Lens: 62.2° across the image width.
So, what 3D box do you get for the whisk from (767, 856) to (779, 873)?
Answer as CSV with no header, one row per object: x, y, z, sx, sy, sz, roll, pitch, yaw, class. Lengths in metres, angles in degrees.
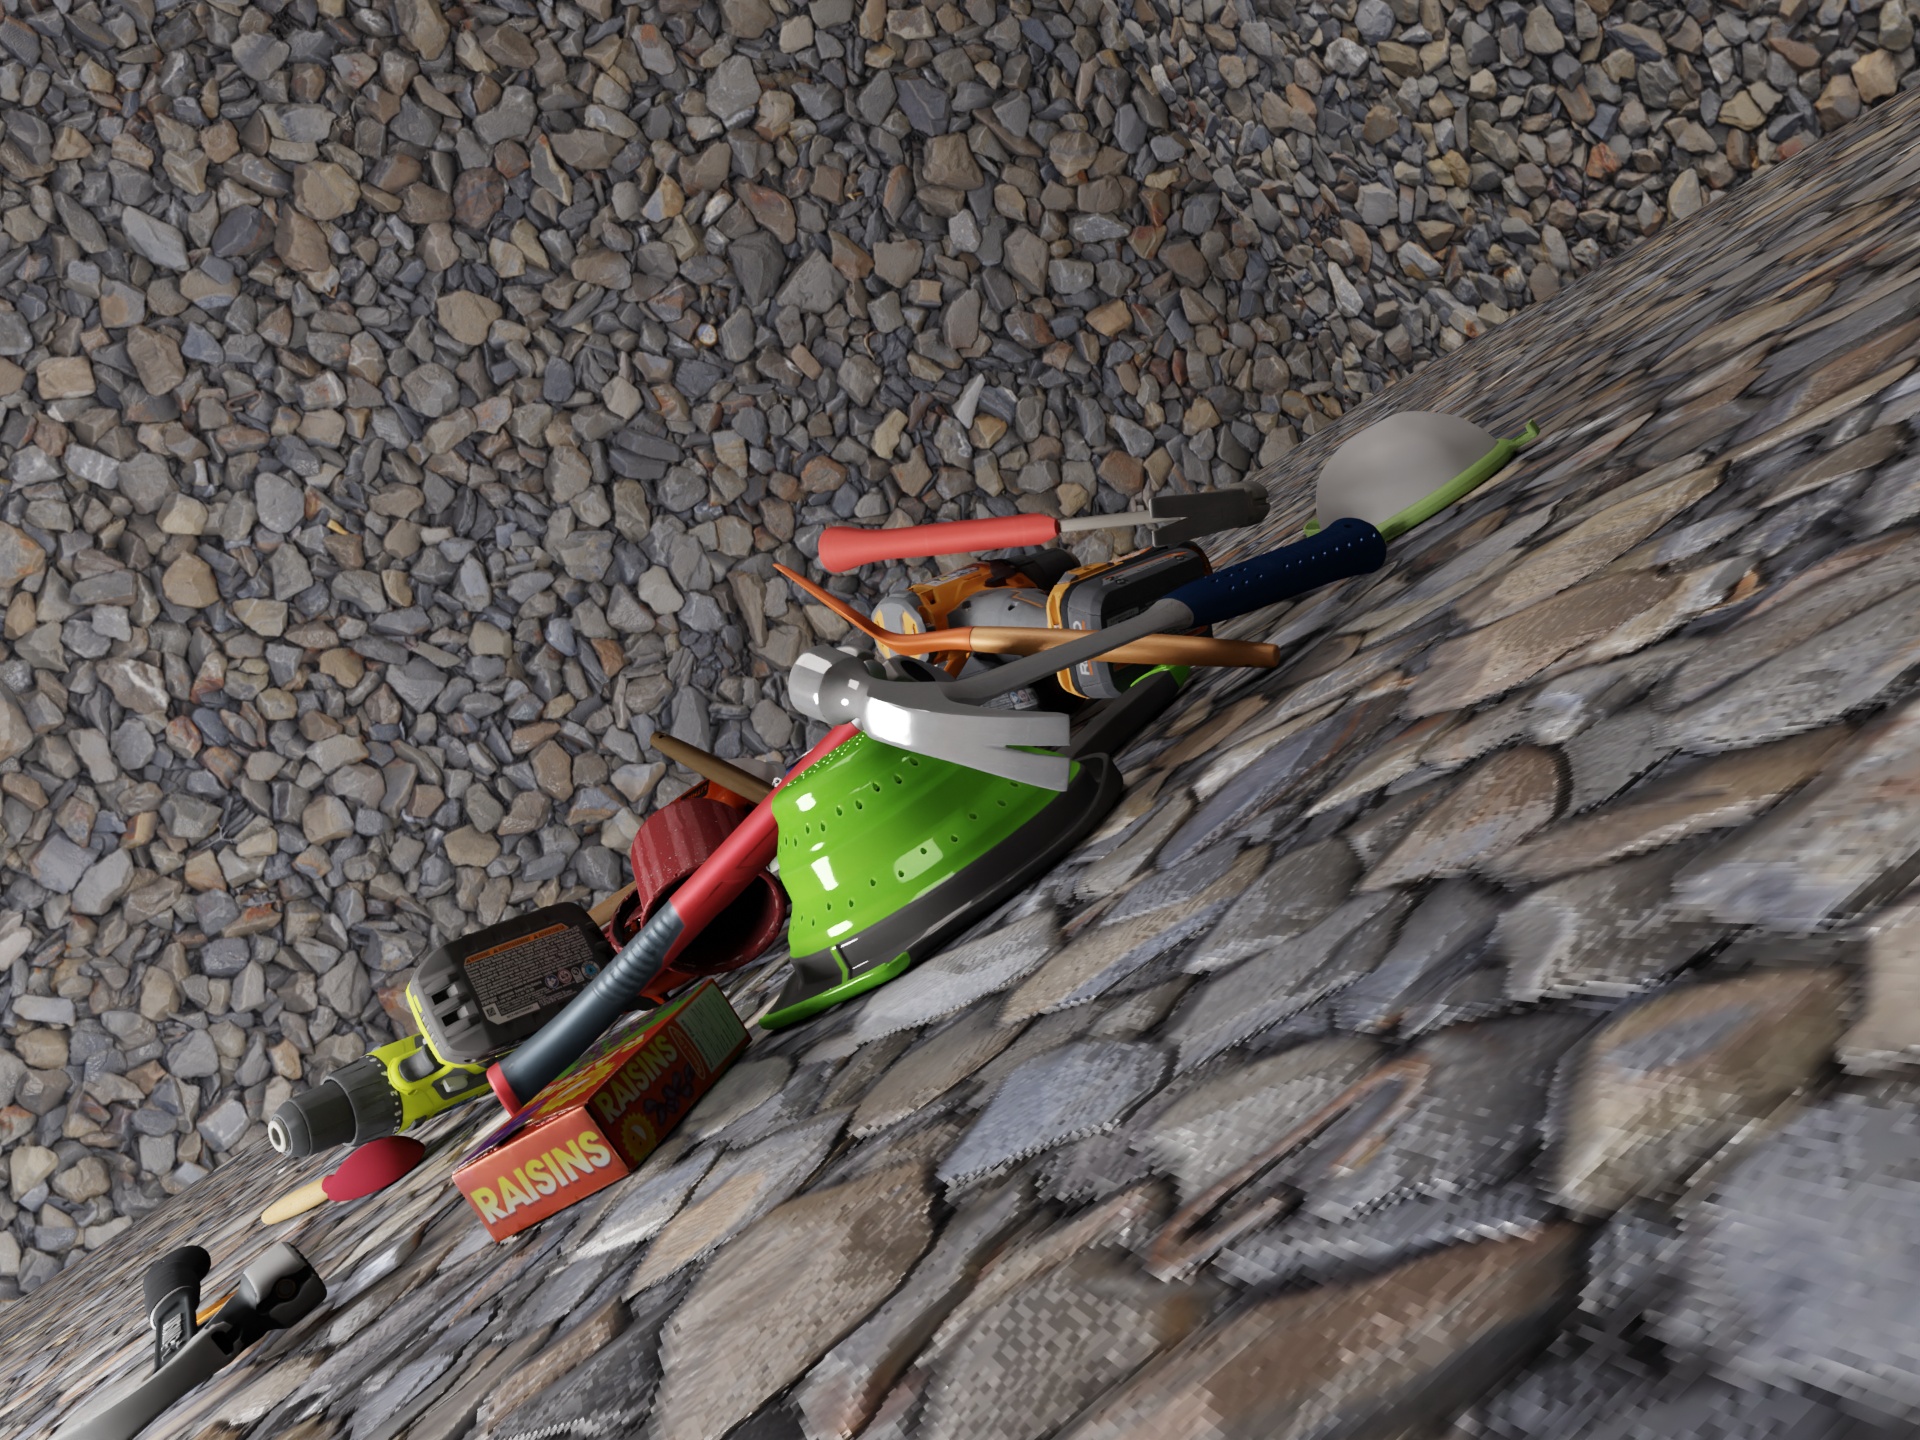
-0.159,0.113,1.370,0.059,0.058,0.246,9,4,-14,whisk

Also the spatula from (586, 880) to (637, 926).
-0.287,0.143,1.292,0.317,0.044,0.082,-32,16,-10,spatula

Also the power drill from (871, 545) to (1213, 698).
0.073,-0.081,1.127,0.185,0.084,0.226,-24,21,-37,power drill

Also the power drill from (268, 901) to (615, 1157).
-0.348,0.219,1.078,0.190,0.080,0.228,-17,-18,-47,power drill

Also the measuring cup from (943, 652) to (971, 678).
-0.002,-0.004,1.164,0.052,0.095,0.174,13,41,17,measuring cup

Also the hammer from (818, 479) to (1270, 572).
0.032,-0.135,1.147,0.359,0.036,0.149,-1,11,38,hammer

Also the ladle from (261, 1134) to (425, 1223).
-0.484,0.357,1.209,0.069,0.031,0.315,-33,1,-43,ladle

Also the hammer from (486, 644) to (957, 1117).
-0.144,0.107,0.950,0.386,0.038,0.143,-45,-28,17,hammer

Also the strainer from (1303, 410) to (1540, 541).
0.294,-0.175,1.161,0.151,0.069,0.256,-34,5,-8,strainer

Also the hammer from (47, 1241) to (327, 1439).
-0.452,0.344,0.908,0.149,0.036,0.409,-39,7,-28,hammer

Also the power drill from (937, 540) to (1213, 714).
0.088,-0.070,1.321,0.226,0.084,0.164,-36,13,-37,power drill

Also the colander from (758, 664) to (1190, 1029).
0.015,0.015,0.864,0.204,0.094,0.397,-30,5,41,colander

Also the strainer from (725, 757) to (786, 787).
-0.126,0.046,1.261,0.258,0.050,0.087,-11,36,31,strainer

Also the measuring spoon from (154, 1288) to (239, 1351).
-0.470,0.375,0.991,0.117,0.011,0.021,-35,8,29,measuring spoon

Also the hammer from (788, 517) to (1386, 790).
0.109,-0.050,0.824,0.144,0.035,0.405,20,29,39,hammer

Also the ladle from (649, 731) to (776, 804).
-0.137,0.042,1.105,0.078,0.062,0.320,-32,32,-29,ladle

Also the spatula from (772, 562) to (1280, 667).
0.032,-0.056,0.935,0.323,0.041,0.081,5,-16,29,spatula

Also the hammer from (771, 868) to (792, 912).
-0.062,0.070,1.270,0.146,0.035,0.335,-30,5,30,hammer
